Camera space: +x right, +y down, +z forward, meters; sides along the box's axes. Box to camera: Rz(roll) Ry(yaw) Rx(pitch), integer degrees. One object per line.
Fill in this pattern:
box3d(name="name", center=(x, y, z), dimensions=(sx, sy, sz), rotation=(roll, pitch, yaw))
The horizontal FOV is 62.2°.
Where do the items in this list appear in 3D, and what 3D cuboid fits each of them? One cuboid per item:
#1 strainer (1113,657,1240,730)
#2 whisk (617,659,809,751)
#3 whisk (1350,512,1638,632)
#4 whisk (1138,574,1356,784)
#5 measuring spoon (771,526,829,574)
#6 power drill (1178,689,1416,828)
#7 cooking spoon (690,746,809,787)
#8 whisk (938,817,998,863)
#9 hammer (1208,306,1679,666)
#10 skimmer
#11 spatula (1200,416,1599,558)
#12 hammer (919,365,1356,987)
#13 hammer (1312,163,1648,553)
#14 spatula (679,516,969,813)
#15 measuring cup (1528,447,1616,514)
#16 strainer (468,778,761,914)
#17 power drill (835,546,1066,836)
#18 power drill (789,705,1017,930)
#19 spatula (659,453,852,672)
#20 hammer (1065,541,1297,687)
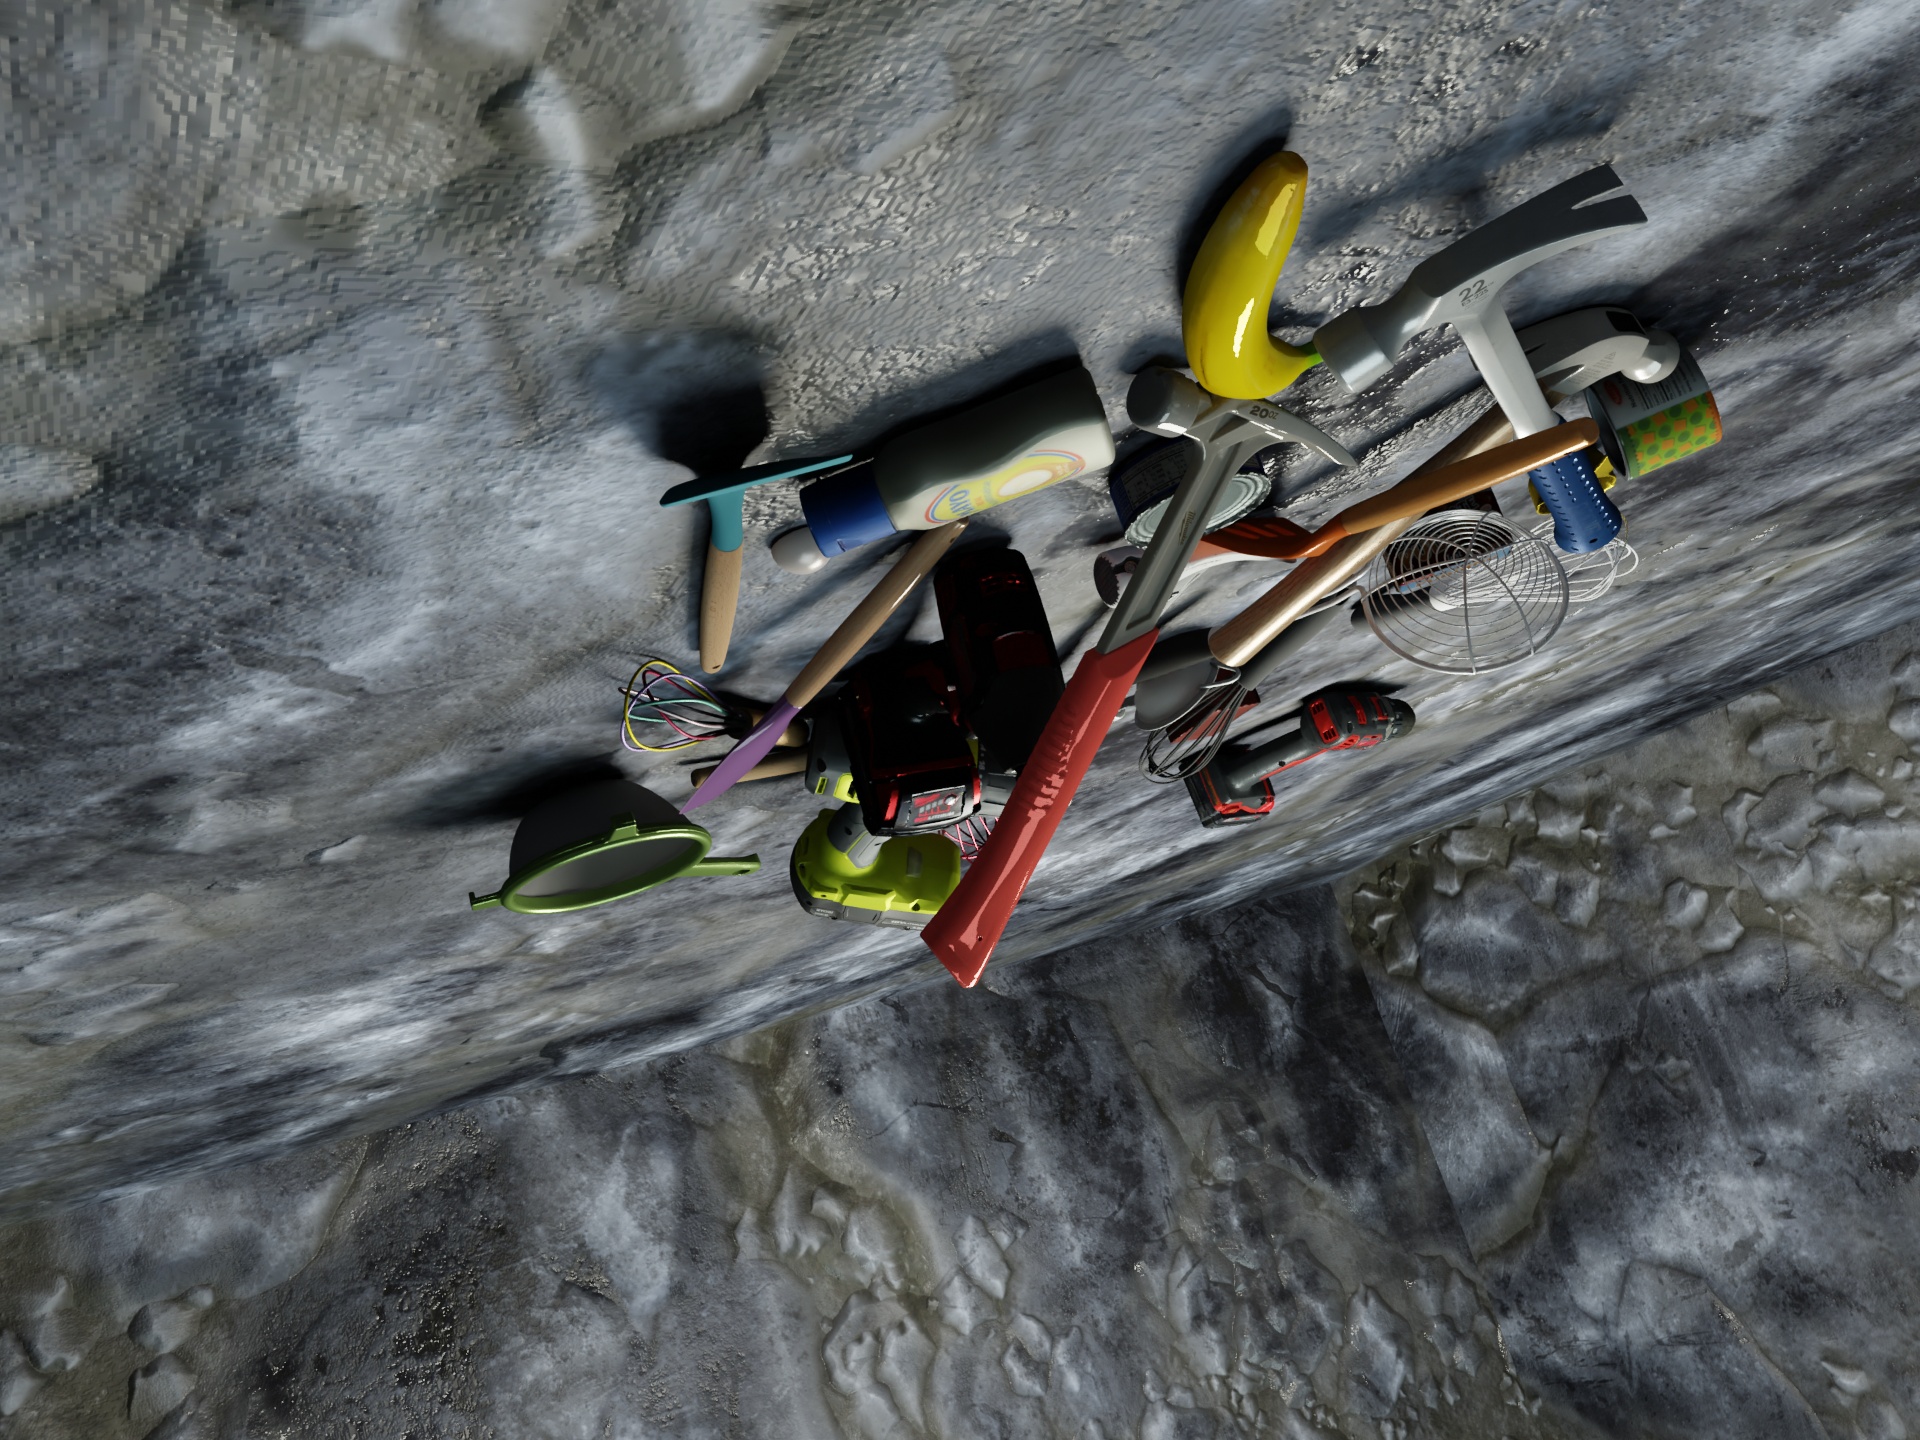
box3d(name="strainer", center=(0.130, -0.012, 1.320), dimensions=(0.258, 0.050, 0.087), rotation=(-29, -154, 53))
box3d(name="whisk", center=(-0.150, -0.004, 1.017), dimensions=(0.051, 0.047, 0.245), rotation=(-24, 169, 15))
box3d(name="whisk", center=(0.395, -0.102, 1.218), dimensions=(0.070, 0.070, 0.284), rotation=(-11, 176, -27))
box3d(name="whisk", center=(0.227, -0.031, 1.262), dimensions=(0.239, 0.055, 0.055), rotation=(-47, 153, 26))
box3d(name="measuring spoon", center=(-0.043, -0.104, 0.811), dimensions=(0.124, 0.018, 0.034), rotation=(-26, 164, 24))
box3d(name="power drill", center=(0.372, 0.034, 1.722), dimensions=(0.226, 0.080, 0.187), rotation=(-33, 160, 36))
box3d(name="cooking spoon", center=(-0.063, 0.020, 1.242), dimensions=(0.318, 0.017, 0.068), rotation=(-10, 163, -33))
box3d(name="whisk", center=(-0.004, 0.044, 1.263), dimensions=(0.073, 0.073, 0.295), rotation=(-19, 151, 3))
box3d(name="hammer", center=(0.272, -0.133, 0.977), dimensions=(0.130, 0.031, 0.331), rotation=(0, 148, -42))
box3d(name="skimmer", center=(0.247, -0.058, 1.132), dimensions=(0.090, 0.127, 0.363), rotation=(32, 150, -27))
box3d(name="spatula", center=(0.224, -0.122, 0.860), dimensions=(0.081, 0.041, 0.322), rotation=(-7, 177, -21))
box3d(name="hammer", center=(0.077, -0.009, 0.857), dimensions=(0.149, 0.037, 0.359), rotation=(9, 115, -40))
box3d(name="hammer", center=(0.315, -0.164, 0.860), dimensions=(0.144, 0.035, 0.405), rotation=(-31, 156, 21))
box3d(name="spatula", center=(-0.085, -0.028, 0.955), dimensions=(0.060, 0.018, 0.316), rotation=(-28, 168, -48))
box3d(name="measuring cup", center=(0.434, -0.186, 1.076), dimensions=(0.062, 0.029, 0.156), rotation=(-15, 163, -11))
box3d(name="strainer", center=(-0.233, 0.084, 1.173), dimensions=(0.151, 0.069, 0.256), rotation=(-27, 164, 23))
box3d(name="power drill", center=(-0.002, -0.003, 0.991), dimensions=(0.078, 0.143, 0.219), rotation=(-9, 165, -24))
box3d(name="power drill", center=(-0.032, 0.077, 1.202), dimensions=(0.190, 0.080, 0.228), rotation=(10, 147, -10))
box3d(name="spatula", center=(-0.116, -0.071, 0.795), dimensions=(0.082, 0.044, 0.317), rotation=(-18, 167, -16))
box3d(name="hammer", center=(0.103, -0.037, 1.171), dimensions=(0.149, 0.036, 0.408), rotation=(-16, 164, -22))
